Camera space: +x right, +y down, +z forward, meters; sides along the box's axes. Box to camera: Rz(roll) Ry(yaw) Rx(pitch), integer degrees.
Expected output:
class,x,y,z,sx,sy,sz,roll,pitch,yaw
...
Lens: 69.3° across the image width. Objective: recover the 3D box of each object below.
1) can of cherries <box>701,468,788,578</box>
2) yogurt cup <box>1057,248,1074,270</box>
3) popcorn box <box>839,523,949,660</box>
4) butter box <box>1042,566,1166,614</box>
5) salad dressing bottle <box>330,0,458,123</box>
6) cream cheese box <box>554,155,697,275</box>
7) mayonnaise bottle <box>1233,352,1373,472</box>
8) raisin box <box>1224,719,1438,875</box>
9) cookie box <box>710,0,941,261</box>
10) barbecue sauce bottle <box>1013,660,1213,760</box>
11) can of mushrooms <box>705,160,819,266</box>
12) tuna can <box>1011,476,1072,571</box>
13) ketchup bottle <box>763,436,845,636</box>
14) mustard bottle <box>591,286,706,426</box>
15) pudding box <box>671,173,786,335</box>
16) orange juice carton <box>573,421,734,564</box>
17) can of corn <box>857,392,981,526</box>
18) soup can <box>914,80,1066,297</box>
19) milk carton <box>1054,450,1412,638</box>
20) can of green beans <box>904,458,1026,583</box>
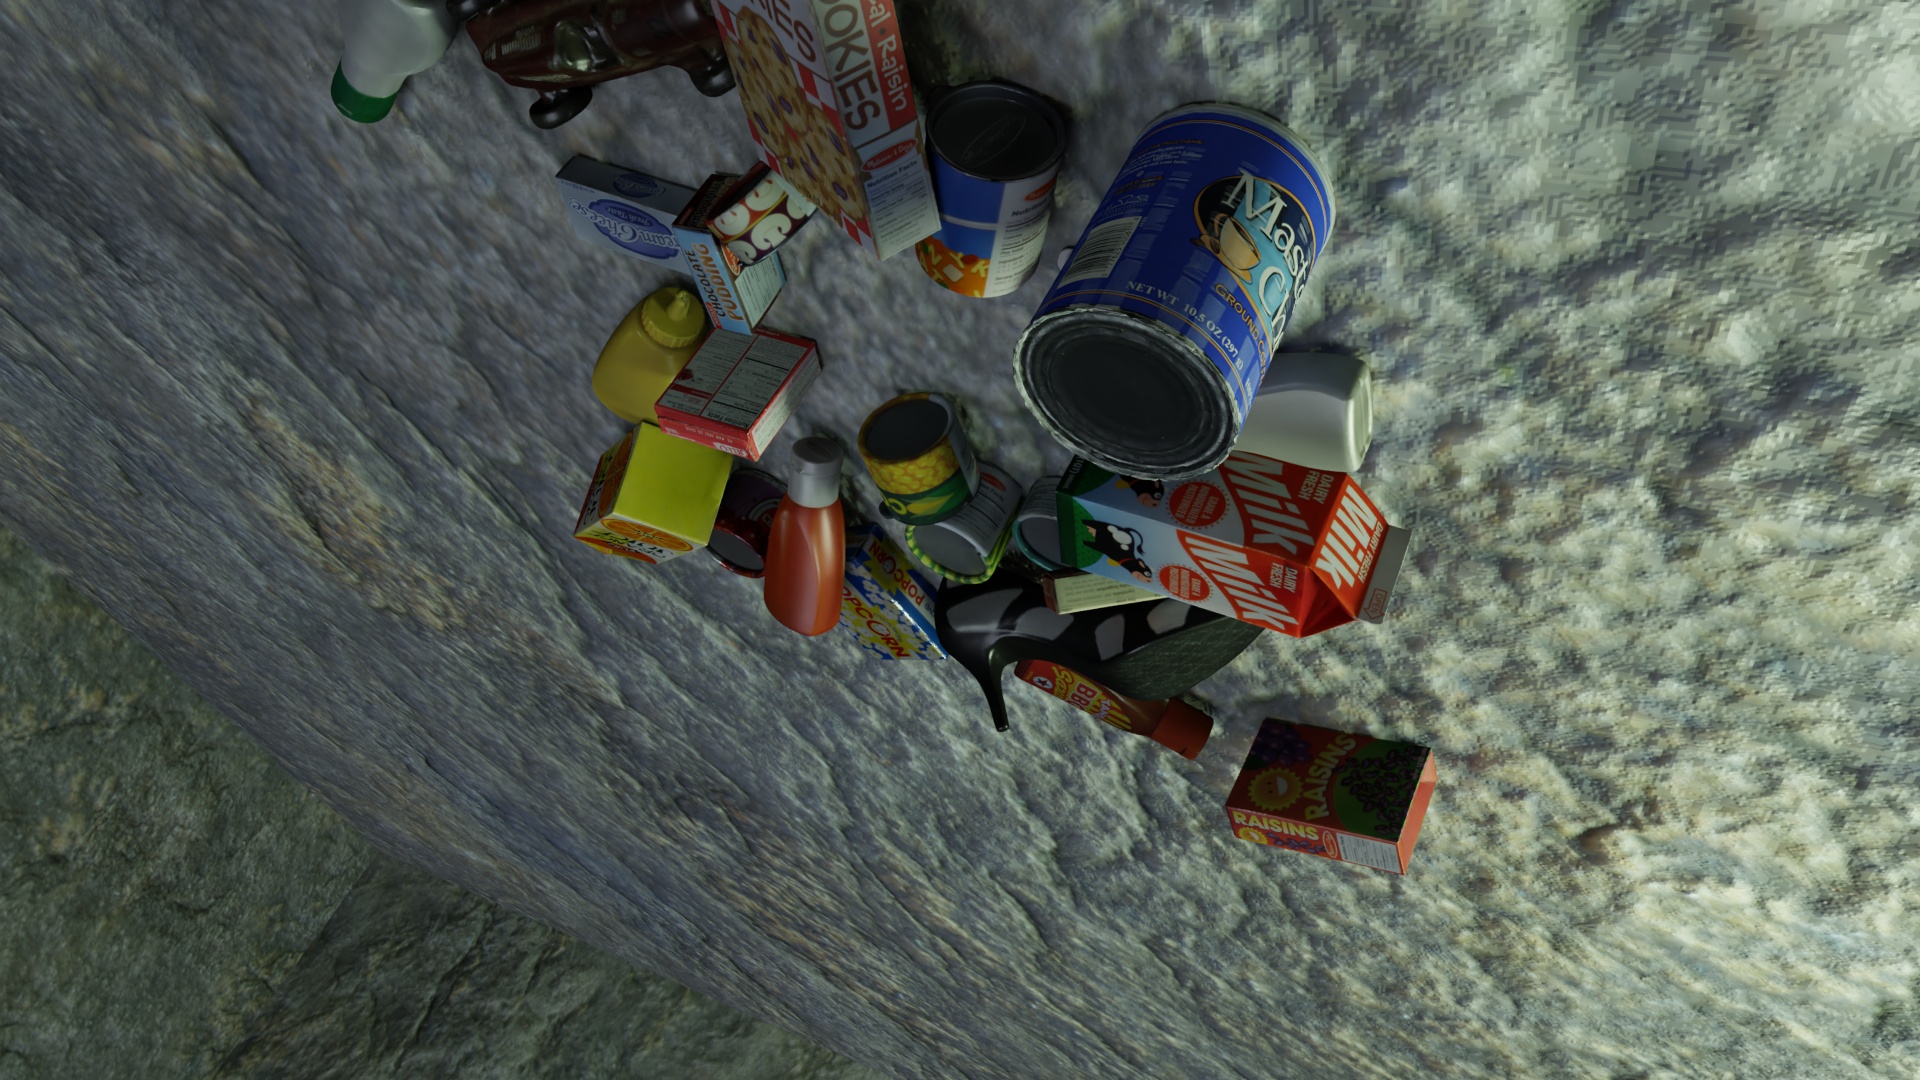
class,x,y,z,sx,sy,sz,roll,pitch,yaw
can of cherries,-0.161,-0.012,1.070,0.071,0.059,0.071,22,149,14
yogurt cup,0.076,-0.115,0.721,0.072,0.054,0.072,20,149,13
popcorn box,-0.067,0.043,1.093,0.085,0.038,0.126,-4,136,45
butter box,0.105,0.025,0.864,0.103,0.024,0.053,-9,-177,-2
salad dressing bottle,-0.338,-0.294,0.815,0.064,0.044,0.147,40,149,-20
cream cheese box,-0.194,-0.198,0.855,0.104,0.024,0.053,20,150,16
mayonnaise bottle,0.141,-0.076,0.739,0.148,0.041,0.064,13,144,28
raisin box,0.259,0.176,0.970,0.123,0.086,0.040,6,136,33
cookie box,-0.071,-0.227,0.630,0.123,0.040,0.166,46,160,38
barbecue sauce bottle,0.116,0.113,1.039,0.148,0.044,0.064,28,151,2
can of mushrooms,-0.107,-0.183,0.760,0.071,0.071,0.033,-12,129,48
tuna can,0.070,-0.006,0.910,0.071,0.033,0.070,21,148,14
ketchup bottle,-0.111,-0.004,1.009,0.065,0.044,0.148,34,132,30
mustard bottle,-0.203,-0.131,0.938,0.065,0.049,0.159,32,149,-13
pudding box,-0.135,-0.169,0.823,0.030,0.050,0.083,14,147,21
orange juice carton,-0.242,-0.030,1.062,0.073,0.072,0.192,20,165,-22
can of corn,-0.029,-0.051,0.888,0.071,0.071,0.058,10,143,29
soup can,0.011,-0.172,0.681,0.071,0.072,0.083,25,150,8
milk carton,0.156,-0.006,0.798,0.191,0.073,0.073,17,147,20
can of green beans,0.004,-0.013,0.930,0.071,0.058,0.071,21,149,14
